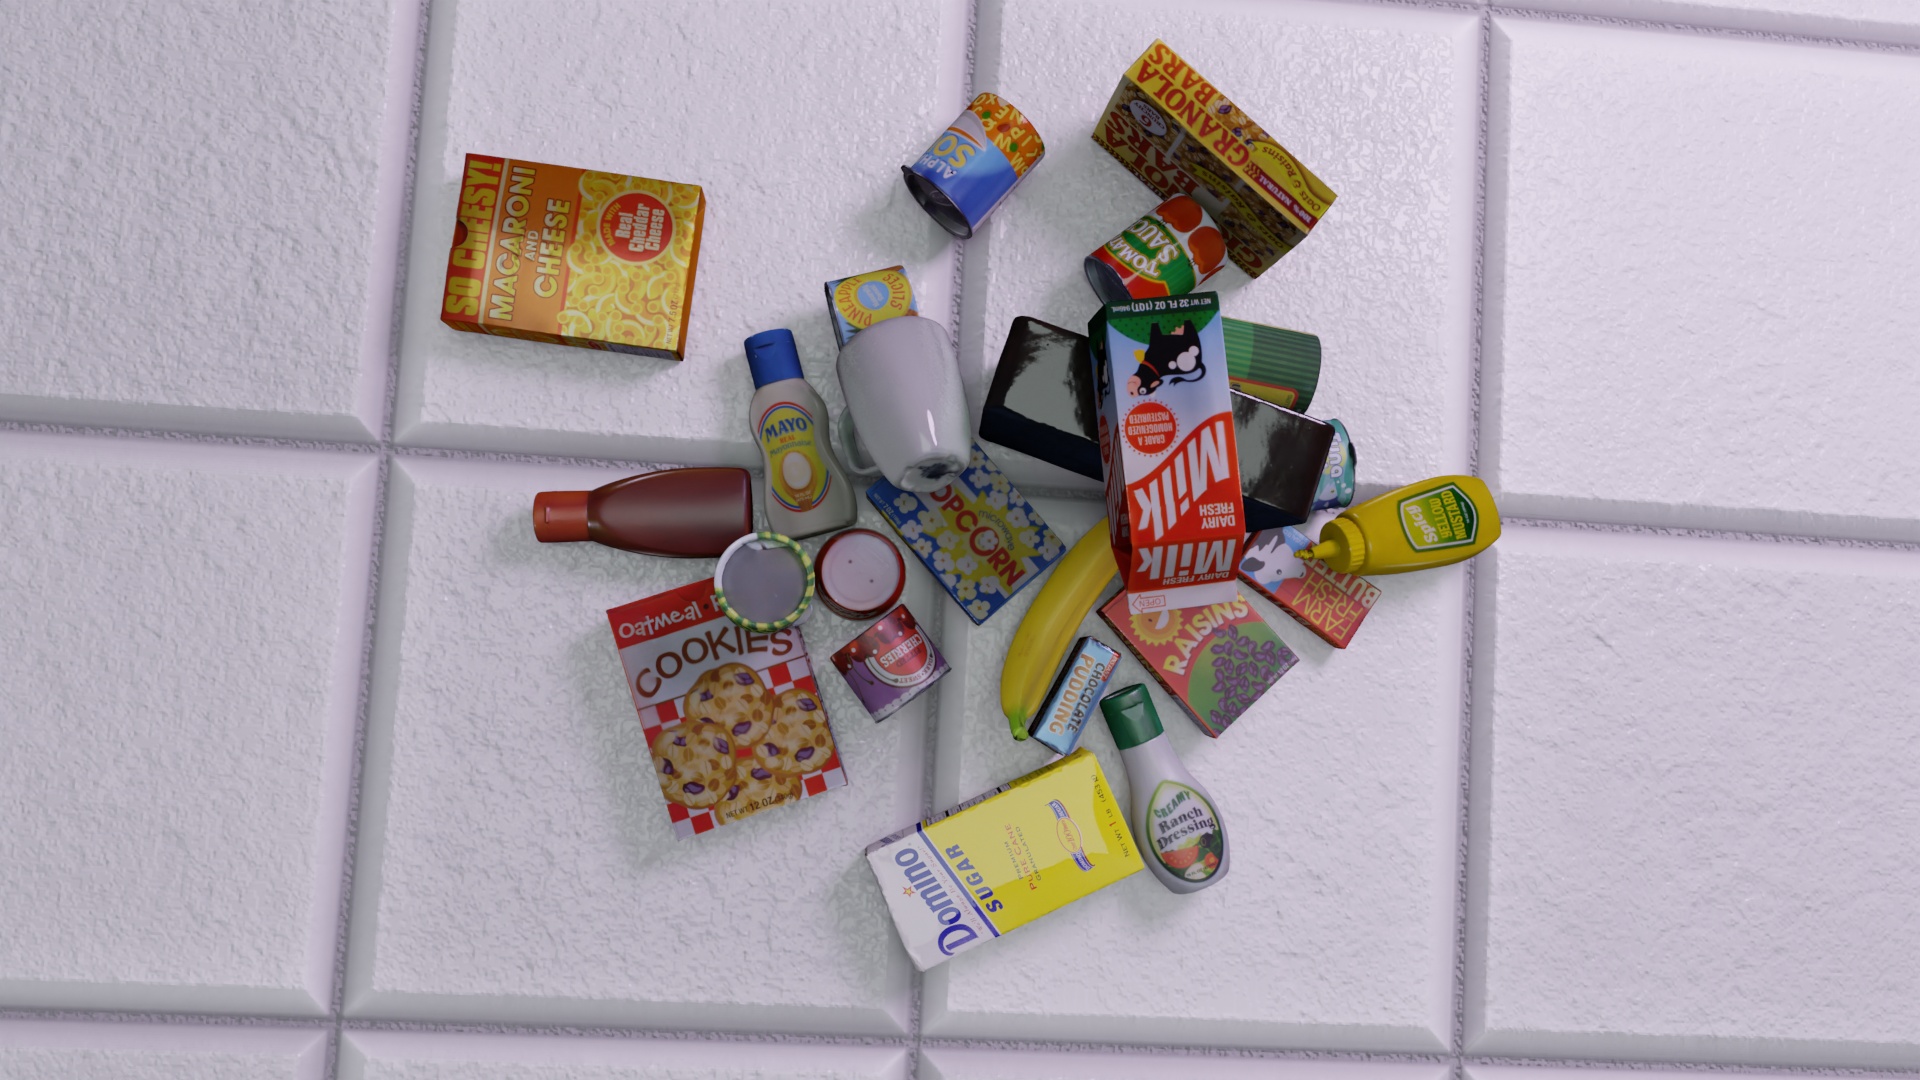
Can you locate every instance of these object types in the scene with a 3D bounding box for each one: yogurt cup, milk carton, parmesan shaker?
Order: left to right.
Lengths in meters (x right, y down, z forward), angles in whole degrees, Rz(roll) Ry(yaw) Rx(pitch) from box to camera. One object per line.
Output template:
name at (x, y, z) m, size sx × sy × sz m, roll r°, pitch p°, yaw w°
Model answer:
yogurt cup at (-0.071, 0.023, 0.984) m, size 0.072 × 0.054 × 0.072 m, roll 0°, pitch 86°, yaw -6°
milk carton at (0.128, -0.052, 0.865) m, size 0.072 × 0.073 × 0.190 m, roll -7°, pitch 88°, yaw -4°
parmesan shaker at (0.203, -0.128, 1.009) m, size 0.103 × 0.071 × 0.071 m, roll 10°, pitch 85°, yaw -4°

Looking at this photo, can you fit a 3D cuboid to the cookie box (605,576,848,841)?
cookie box at (-0.163, 0.110, 0.977) m, size 0.123 × 0.040 × 0.167 m, roll -18°, pitch 87°, yaw -6°

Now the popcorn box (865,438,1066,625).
popcorn box at (0.004, -0.013, 1.001) m, size 0.085 × 0.038 × 0.126 m, roll -41°, pitch 90°, yaw -5°

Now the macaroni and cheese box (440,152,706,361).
macaroni and cheese box at (-0.274, -0.202, 0.990) m, size 0.166 × 0.040 × 0.124 m, roll 7°, pitch 85°, yaw -4°

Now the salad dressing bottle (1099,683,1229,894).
salad dressing bottle at (0.144, 0.177, 0.996) m, size 0.064 × 0.044 × 0.147 m, roll -23°, pitch 88°, yaw -7°

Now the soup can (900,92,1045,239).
soup can at (0.009, -0.273, 1.005) m, size 0.071 × 0.071 × 0.084 m, roll 42°, pitch 83°, yaw -1°

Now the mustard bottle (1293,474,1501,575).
mustard bottle at (0.313, -0.004, 1.007) m, size 0.161 × 0.048 × 0.065 m, roll -14°, pitch 79°, yaw -19°

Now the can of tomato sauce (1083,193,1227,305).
can of tomato sauce at (0.142, -0.204, 1.011) m, size 0.083 × 0.071 × 0.071 m, roll -37°, pitch 90°, yaw -7°

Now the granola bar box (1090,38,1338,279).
granola bar box at (0.177, -0.268, 0.991) m, size 0.165 × 0.124 × 0.039 m, roll 41°, pitch 84°, yaw -1°

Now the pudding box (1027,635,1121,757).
pudding box at (0.081, 0.111, 0.993) m, size 0.030 × 0.049 × 0.084 m, roll 30°, pitch 84°, yaw -1°

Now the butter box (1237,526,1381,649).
butter box at (0.254, 0.030, 1.026) m, size 0.103 × 0.024 × 0.053 m, roll 36°, pitch 83°, yaw -1°

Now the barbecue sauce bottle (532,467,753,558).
barbecue sauce bottle at (-0.223, -0.018, 0.980) m, size 0.149 × 0.043 × 0.065 m, roll -2°, pitch 86°, yaw -4°

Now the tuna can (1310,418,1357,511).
tuna can at (0.261, -0.055, 1.009) m, size 0.033 × 0.071 × 0.071 m, roll -7°, pitch 87°, yaw -4°

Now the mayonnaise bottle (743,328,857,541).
mayonnaise bottle at (-0.120, -0.076, 0.993) m, size 0.065 × 0.041 × 0.148 m, roll -15°, pitch 87°, yaw 7°

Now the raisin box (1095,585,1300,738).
raisin box at (0.171, 0.070, 1.009) m, size 0.086 × 0.040 × 0.123 m, roll -41°, pitch 89°, yaw -5°

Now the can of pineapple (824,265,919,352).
can of pineapple at (-0.062, -0.159, 0.991) m, size 0.058 × 0.071 × 0.071 m, roll -15°, pitch 88°, yaw -6°

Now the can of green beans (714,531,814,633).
can of green beans at (-0.132, 0.029, 0.936) m, size 0.071 × 0.057 × 0.071 m, roll 1°, pitch 84°, yaw -9°

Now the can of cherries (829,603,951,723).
can of cherries at (-0.048, 0.085, 0.973) m, size 0.071 × 0.071 × 0.058 m, roll -35°, pitch 89°, yaw -6°
